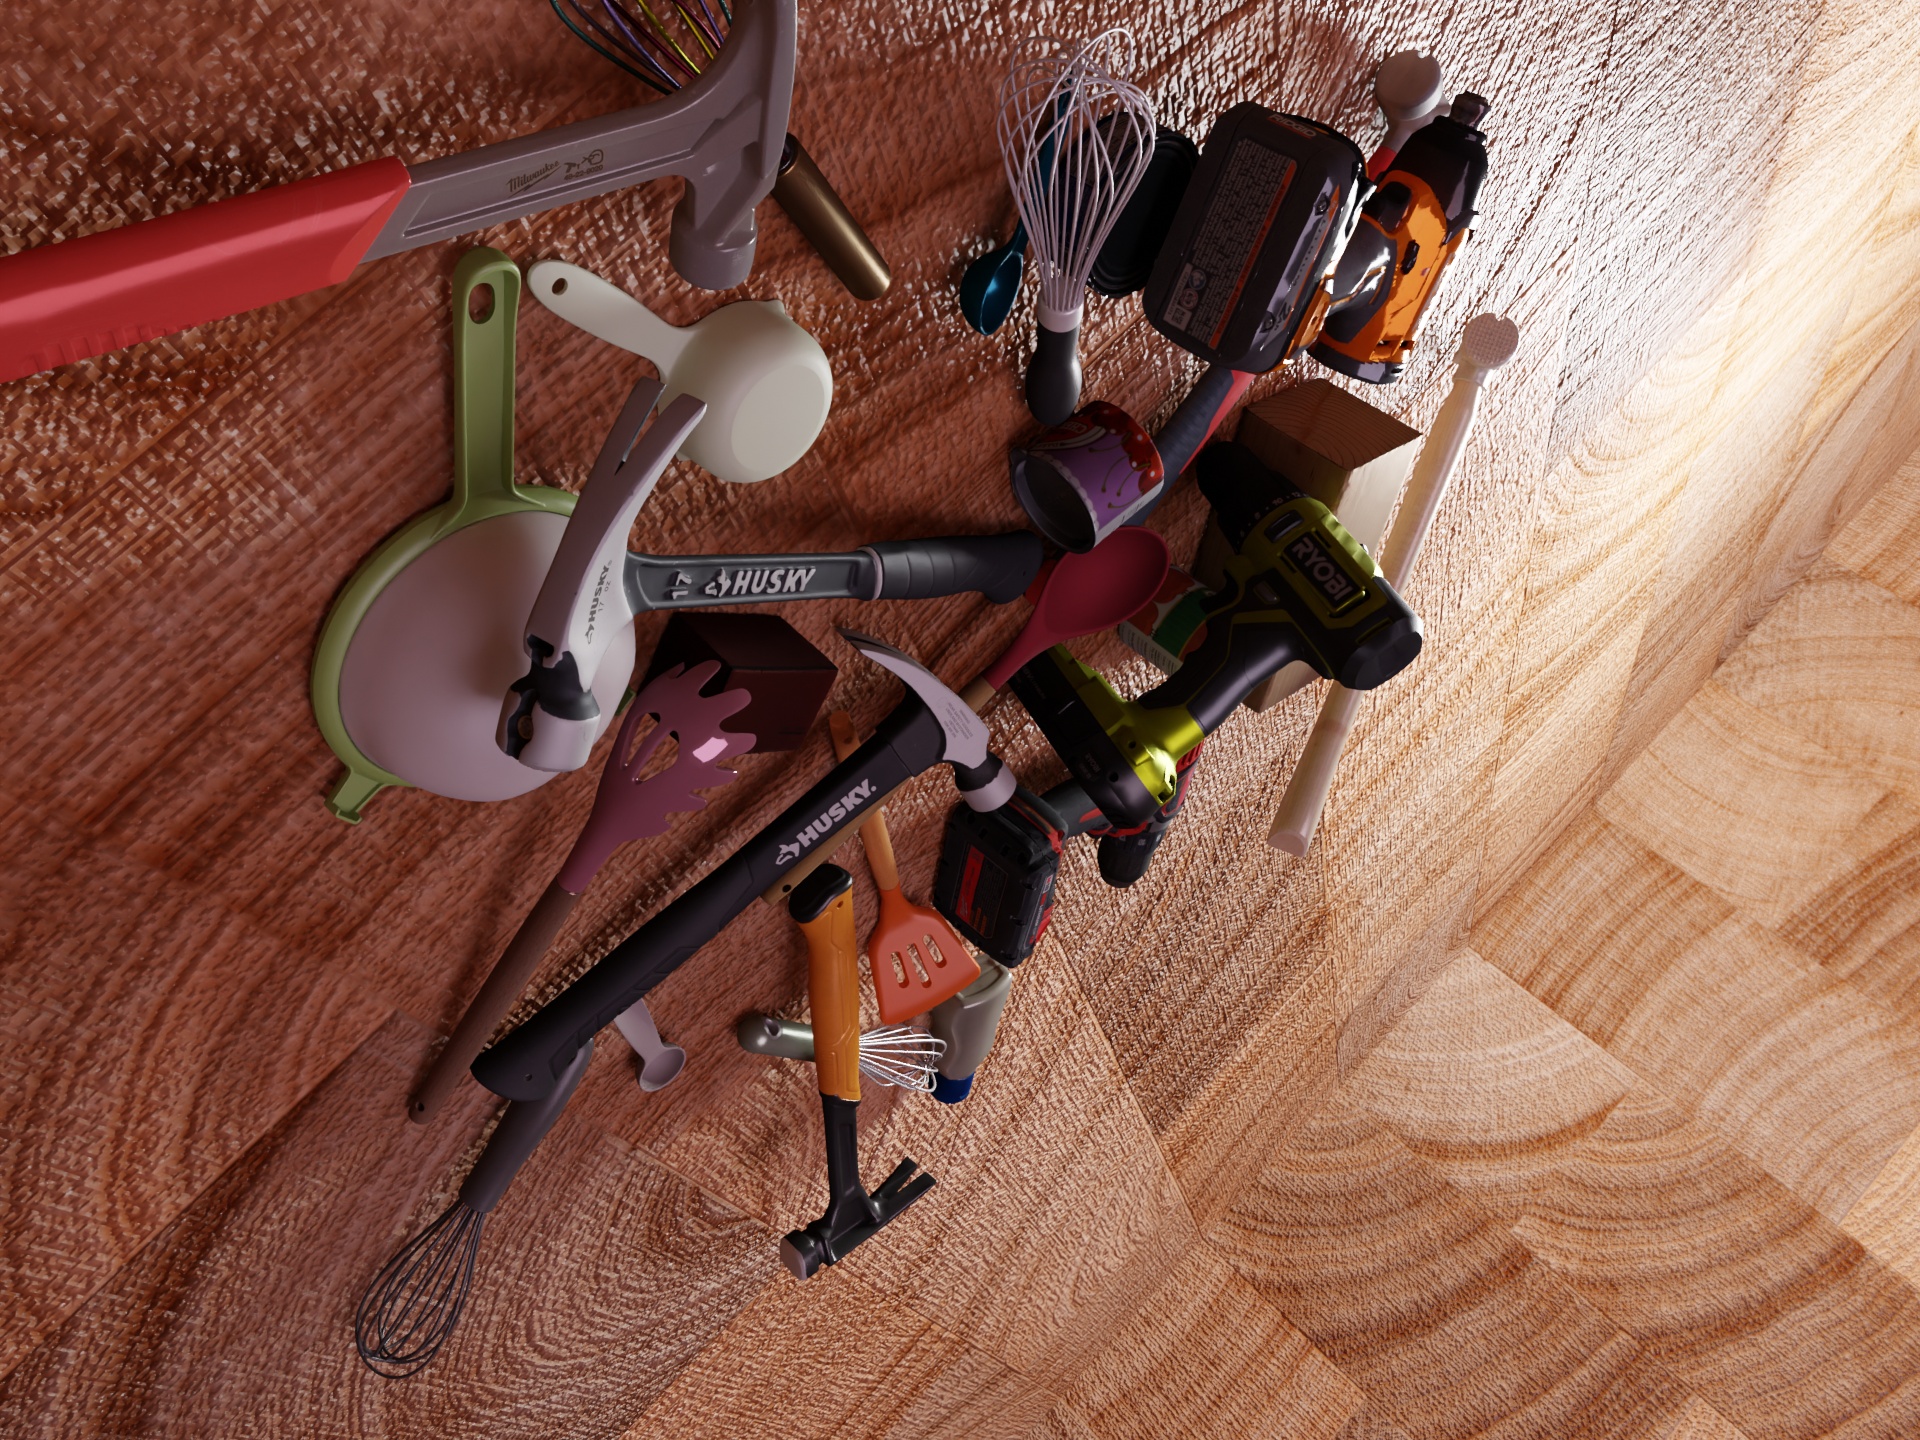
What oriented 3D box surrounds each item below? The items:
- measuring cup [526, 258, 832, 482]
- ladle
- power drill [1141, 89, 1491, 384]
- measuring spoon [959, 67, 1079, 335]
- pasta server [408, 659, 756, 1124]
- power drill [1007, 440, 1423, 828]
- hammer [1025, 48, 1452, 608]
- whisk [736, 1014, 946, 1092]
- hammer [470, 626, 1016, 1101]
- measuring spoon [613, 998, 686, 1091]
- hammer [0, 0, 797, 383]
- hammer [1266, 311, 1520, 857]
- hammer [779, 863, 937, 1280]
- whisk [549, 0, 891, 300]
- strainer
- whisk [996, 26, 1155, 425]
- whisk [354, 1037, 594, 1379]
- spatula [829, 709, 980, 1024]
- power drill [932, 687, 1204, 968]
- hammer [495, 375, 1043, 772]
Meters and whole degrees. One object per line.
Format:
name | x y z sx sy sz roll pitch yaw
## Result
measuring cup | -0.110 -0.146 0.652 0.083 0.038 0.167 -55 153 9
ladle | -0.001 -0.003 0.938 0.315 0.031 0.069 -44 129 0
power drill | 0.205 -0.263 0.847 0.226 0.084 0.164 -15 135 -50
measuring spoon | 0.026 -0.248 0.757 0.042 0.021 0.128 -22 135 -68
pasta server | -0.199 0.096 0.786 0.316 0.060 0.040 -53 164 26
power drill | 0.147 -0.058 1.005 0.228 0.191 0.080 -36 152 4
hammer | 0.176 -0.214 0.982 0.386 0.038 0.143 -52 153 4
whisk | -0.082 0.236 1.141 0.059 0.058 0.246 -35 150 17
hammer | -0.130 0.089 0.878 0.335 0.035 0.146 -39 125 -6
measuring spoon | -0.195 0.182 0.952 0.034 0.018 0.124 -38 142 -21
hammer | -0.210 -0.144 0.465 0.359 0.037 0.149 -26 158 -25
hammer | 0.317 -0.094 1.189 0.146 0.038 0.410 -17 127 -77
hammer | -0.077 0.234 1.082 0.127 0.034 0.336 -27 131 -34
whisk | -0.080 -0.224 0.603 0.051 0.047 0.244 -52 155 0
strainer | -0.176 -0.057 0.633 0.151 0.069 0.256 -26 145 -37
whisk | 0.049 -0.213 0.743 0.070 0.070 0.284 -44 167 -12
whisk | -0.275 0.276 0.912 0.239 0.055 0.055 -57 151 6
spatula | -0.046 0.098 1.031 0.081 0.041 0.322 -27 145 -11
power drill | 0.086 0.090 1.178 0.226 0.080 0.187 -30 146 -37
hammer | -0.054 -0.074 0.752 0.409 0.036 0.149 -15 128 -63
